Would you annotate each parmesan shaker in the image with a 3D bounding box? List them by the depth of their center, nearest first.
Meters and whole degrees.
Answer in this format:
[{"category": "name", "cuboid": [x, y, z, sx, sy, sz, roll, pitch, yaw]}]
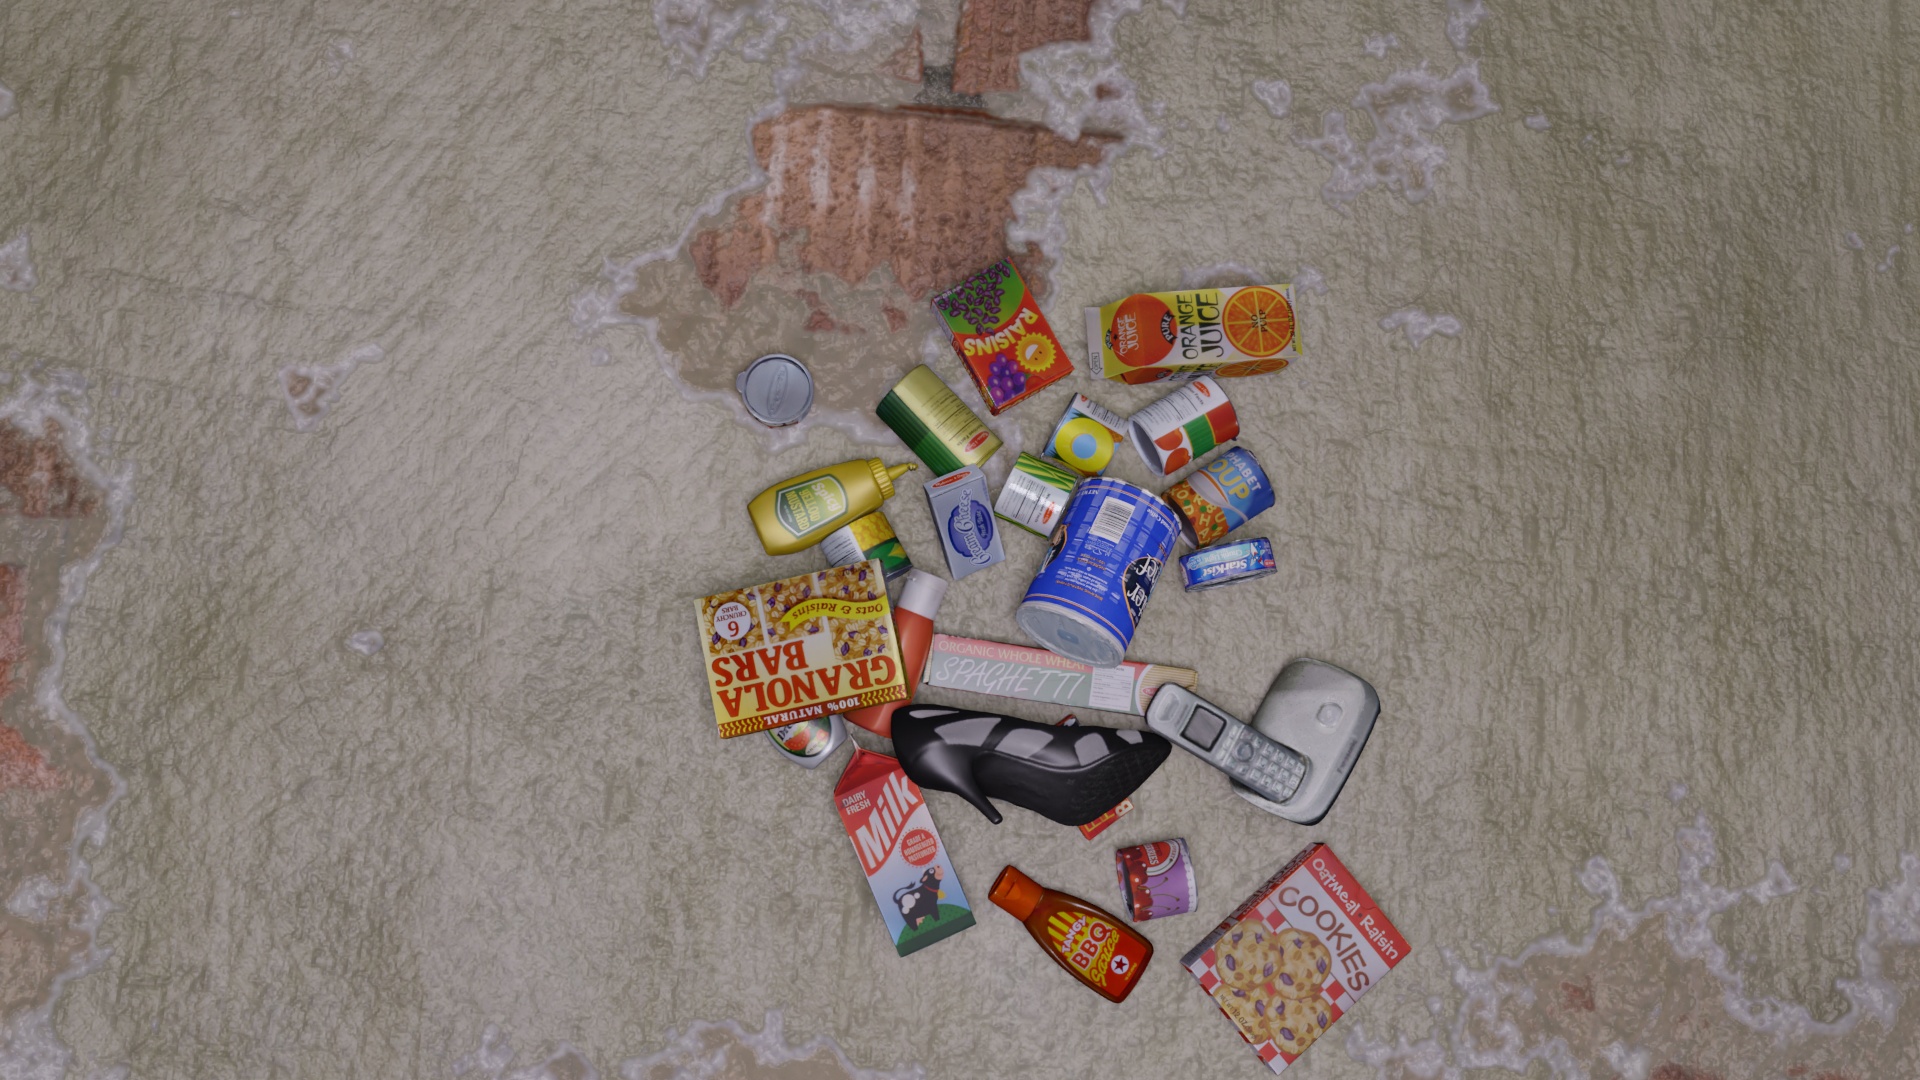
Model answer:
[{"category": "parmesan shaker", "cuboid": [-0.019, -0.105, 1.277, 0.071, 0.071, 0.103, -44, 87, -9]}]

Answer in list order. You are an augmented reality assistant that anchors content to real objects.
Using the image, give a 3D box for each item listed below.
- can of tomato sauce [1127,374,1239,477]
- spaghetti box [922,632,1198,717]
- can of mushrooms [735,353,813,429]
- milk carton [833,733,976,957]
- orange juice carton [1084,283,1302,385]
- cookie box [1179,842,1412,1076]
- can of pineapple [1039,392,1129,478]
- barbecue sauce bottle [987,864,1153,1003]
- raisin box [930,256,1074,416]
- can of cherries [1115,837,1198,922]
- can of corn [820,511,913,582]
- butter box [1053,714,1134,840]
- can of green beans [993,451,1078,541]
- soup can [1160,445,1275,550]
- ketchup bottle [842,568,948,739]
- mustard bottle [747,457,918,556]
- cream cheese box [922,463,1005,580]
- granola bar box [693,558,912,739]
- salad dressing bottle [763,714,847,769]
[{"category": "can of tomato sauce", "cuboid": [0.208, -0.105, 1.296, 0.083, 0.071, 0.071, -29, 86, -7]}, {"category": "spaghetti box", "cuboid": [0.091, 0.126, 1.272, 0.250, 0.028, 0.050, 9, 82, -4]}, {"category": "can of mushrooms", "cuboid": [-0.171, -0.138, 1.284, 0.071, 0.033, 0.071, 1, 83, -5]}, {"category": "milk carton", "cuboid": [-0.059, 0.258, 1.219, 0.073, 0.072, 0.190, -23, 84, -7]}, {"category": "orange juice carton", "cuboid": [0.214, -0.192, 1.304, 0.193, 0.073, 0.072, -5, 83, -5]}, {"category": "cookie box", "cuboid": [0.302, 0.373, 1.249, 0.168, 0.040, 0.123, -39, 87, -9]}, {"category": "can of pineapple", "cuboid": [0.115, -0.094, 1.286, 0.058, 0.071, 0.071, 29, 81, -1]}, {"category": "barbecue sauce bottle", "cuboid": [0.095, 0.344, 1.234, 0.148, 0.043, 0.065, 34, 82, 1]}, {"category": "raisin box", "cuboid": [0.039, -0.191, 1.306, 0.086, 0.040, 0.123, -29, 86, -9]}, {"category": "can of cherries", "cuboid": [0.174, 0.299, 1.235, 0.058, 0.071, 0.071, -9, 83, -5]}, {"category": "can of corn", "cuboid": [-0.084, 0.013, 1.256, 0.071, 0.071, 0.058, -28, 85, -8]}, {"category": "butter box", "cuboid": [0.108, 0.215, 1.263, 0.053, 0.024, 0.103, -32, 86, -9]}, {"category": "can of green beans", "cuboid": [0.068, -0.041, 1.273, 0.058, 0.071, 0.071, 26, 81, 2]}, {"category": "soup can", "cuboid": [0.238, -0.040, 1.286, 0.084, 0.071, 0.071, -31, 86, -8]}, {"category": "ketchup bottle", "cuboid": [-0.055, 0.099, 1.242, 0.043, 0.065, 0.149, 26, 83, -34]}, {"category": "mustard bottle", "cuboid": [-0.113, -0.041, 1.267, 0.160, 0.048, 0.065, -25, 87, -7]}, {"category": "cream cheese box", "cuboid": [0.004, -0.016, 1.255, 0.053, 0.103, 0.024, -22, 40, -8]}, {"category": "granola bar box", "cuboid": [-0.135, 0.093, 1.199, 0.165, 0.039, 0.124, -13, 83, 4]}, {"category": "salad dressing bottle", "cuboid": [-0.166, 0.137, 1.241, 0.064, 0.044, 0.148, -43, 85, -2]}]
